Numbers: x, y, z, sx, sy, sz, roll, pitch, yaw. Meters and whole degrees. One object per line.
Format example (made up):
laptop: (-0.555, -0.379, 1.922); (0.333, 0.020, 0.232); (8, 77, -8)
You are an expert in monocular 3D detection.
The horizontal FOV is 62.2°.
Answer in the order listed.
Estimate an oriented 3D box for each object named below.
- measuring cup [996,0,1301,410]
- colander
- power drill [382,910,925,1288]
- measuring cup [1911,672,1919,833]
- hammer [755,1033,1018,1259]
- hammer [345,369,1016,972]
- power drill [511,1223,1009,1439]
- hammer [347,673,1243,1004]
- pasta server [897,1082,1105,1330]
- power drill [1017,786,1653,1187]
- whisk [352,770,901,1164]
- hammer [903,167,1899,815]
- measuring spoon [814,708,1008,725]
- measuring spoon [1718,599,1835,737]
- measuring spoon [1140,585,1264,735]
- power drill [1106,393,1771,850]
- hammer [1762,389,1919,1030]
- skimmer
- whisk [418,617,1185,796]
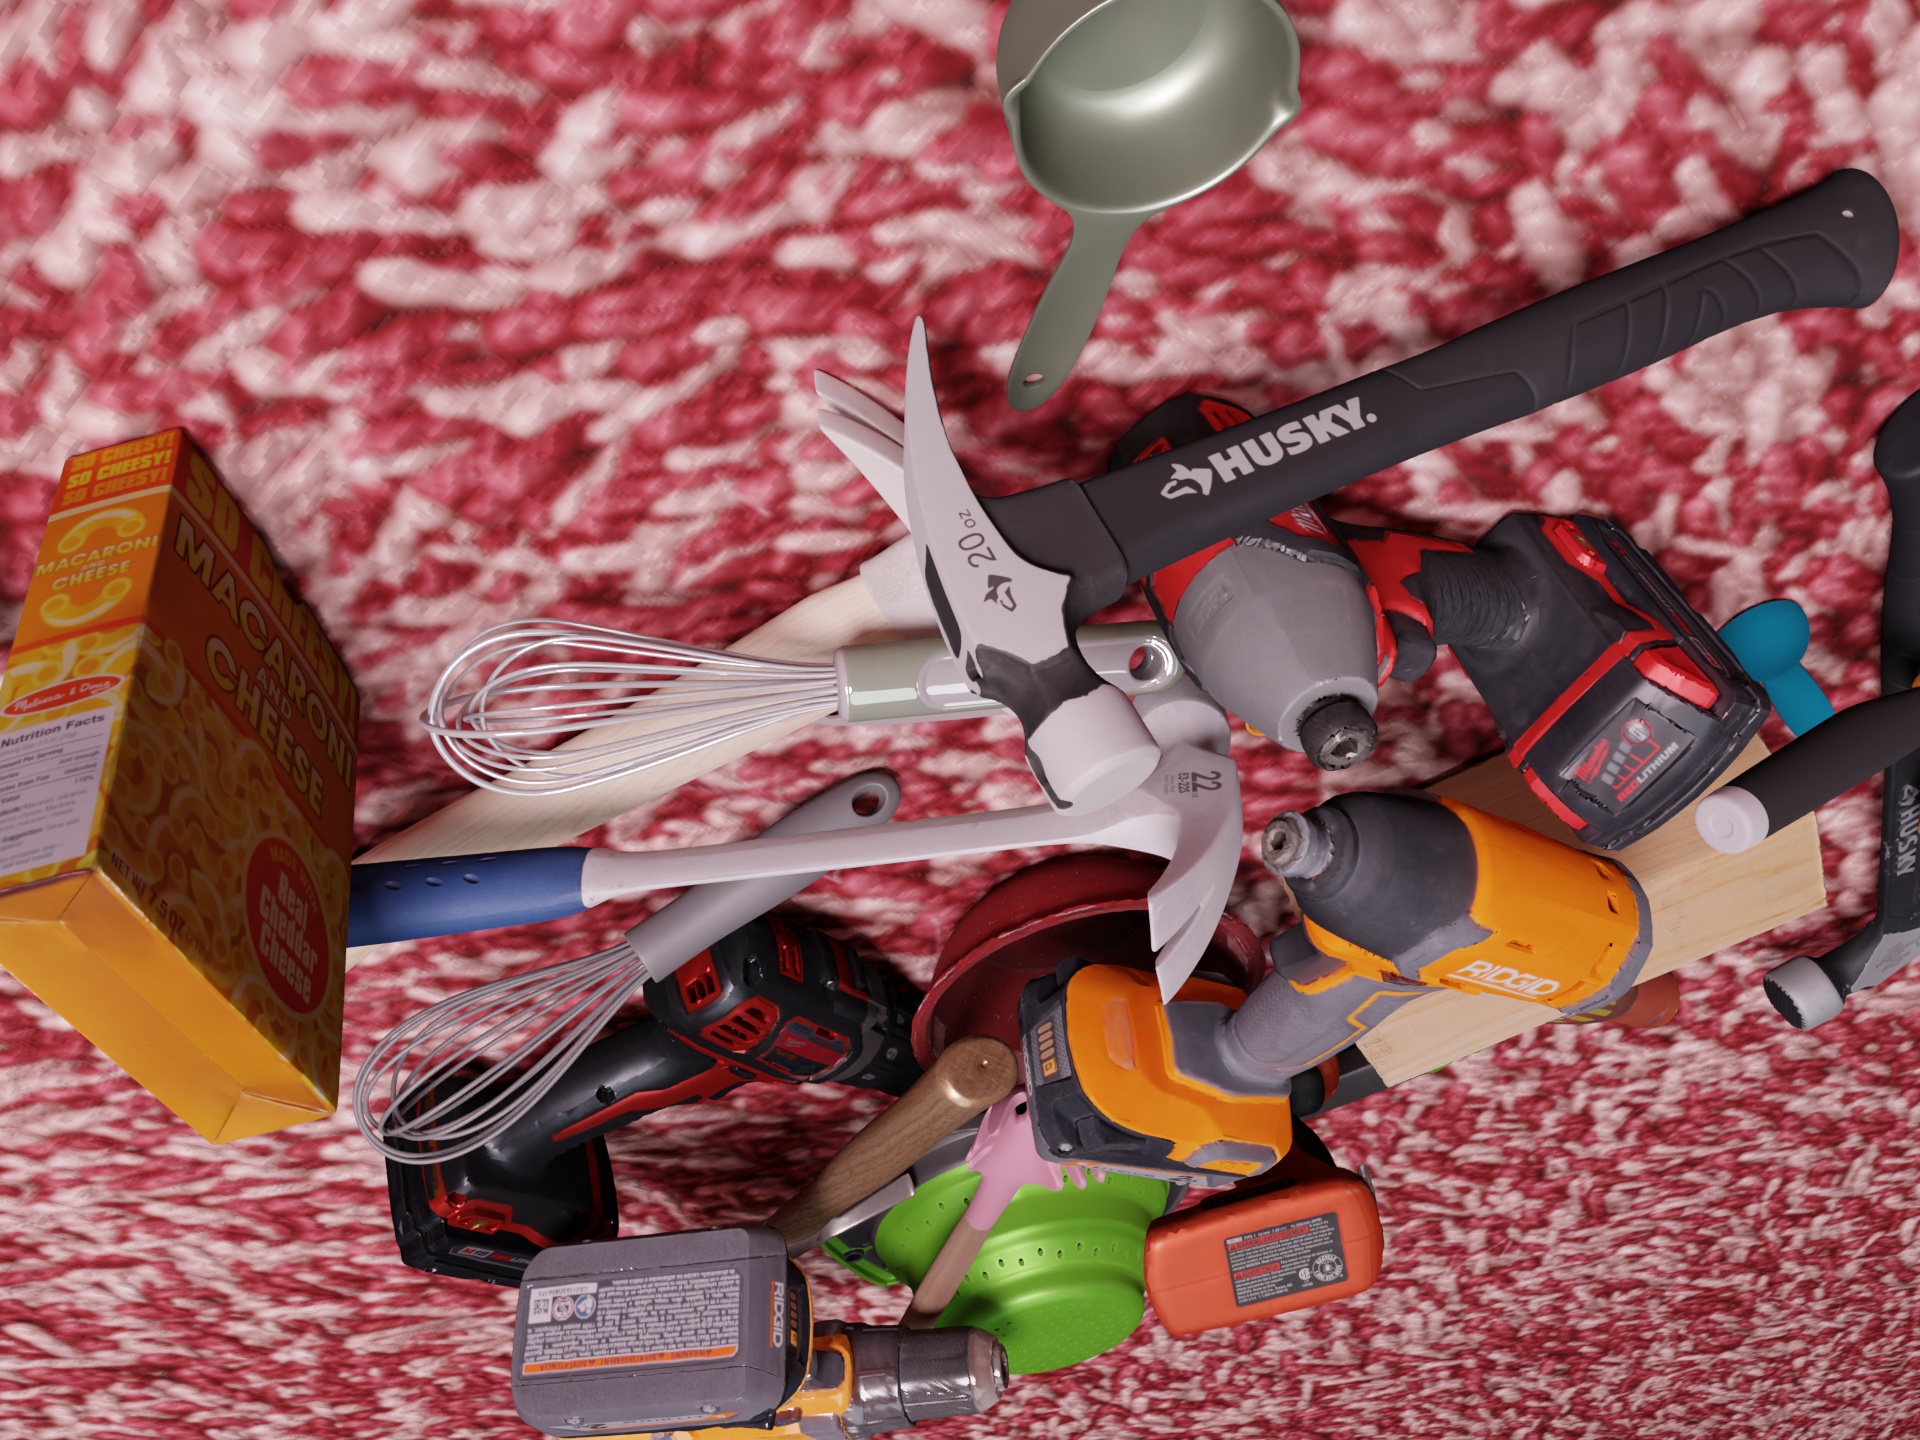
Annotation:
measuring cup: (0.036, -0.152, 0.453); (0.083, 0.038, 0.167); (-5, 155, -17)
colander: (0.115, 0.275, 0.891); (0.397, 0.095, 0.204); (-24, 138, 10)
power drill: (-0.125, 0.174, 0.728); (0.226, 0.080, 0.187); (-34, 142, 15)
measuring cup: (0.459, 0.020, 0.687); (0.173, 0.052, 0.095); (23, 115, -41)
hammer: (-0.047, 0.211, 0.744); (0.130, 0.031, 0.331); (-19, 161, -31)
hammer: (-0.164, 0.028, 0.582); (0.410, 0.038, 0.146); (-28, 131, 17)
power drill: (-0.085, 0.300, 0.747); (0.185, 0.084, 0.226); (-9, 148, 10)
hammer: (-0.111, 0.052, 0.517); (0.405, 0.144, 0.035); (-7, 116, 7)
pasta server: (0.002, 0.266, 0.791); (0.060, 0.040, 0.316); (15, 133, -7)
power drill: (0.120, 0.100, 0.603); (0.164, 0.084, 0.226); (19, 138, -32)
whisk: (-0.123, 0.088, 0.610); (0.239, 0.055, 0.055); (-34, 141, -14)
hammer: (0.139, -0.100, 0.471); (0.335, 0.146, 0.035); (-24, 158, -14)
measuring spoon: (-0.001, -0.002, 0.611); (0.124, 0.018, 0.034); (-2, 137, -12)
measuring spoon: (0.371, -0.012, 0.705); (0.042, 0.021, 0.128); (-36, 135, 22)
measuring spoon: (0.099, -0.029, 0.619); (0.021, 0.011, 0.116); (-29, 133, 18)
power drill: (0.160, -0.028, 0.538); (0.219, 0.143, 0.078); (12, 129, -30)
hammer: (0.439, 0.005, 0.725); (0.149, 0.036, 0.408); (-30, 135, 1)
skimmer: (0.428, -0.014, 0.602); (0.363, 0.090, 0.127); (-21, 121, -26)
whisk: (-0.046, -0.011, 0.509); (0.246, 0.059, 0.057); (-5, 105, -9)
